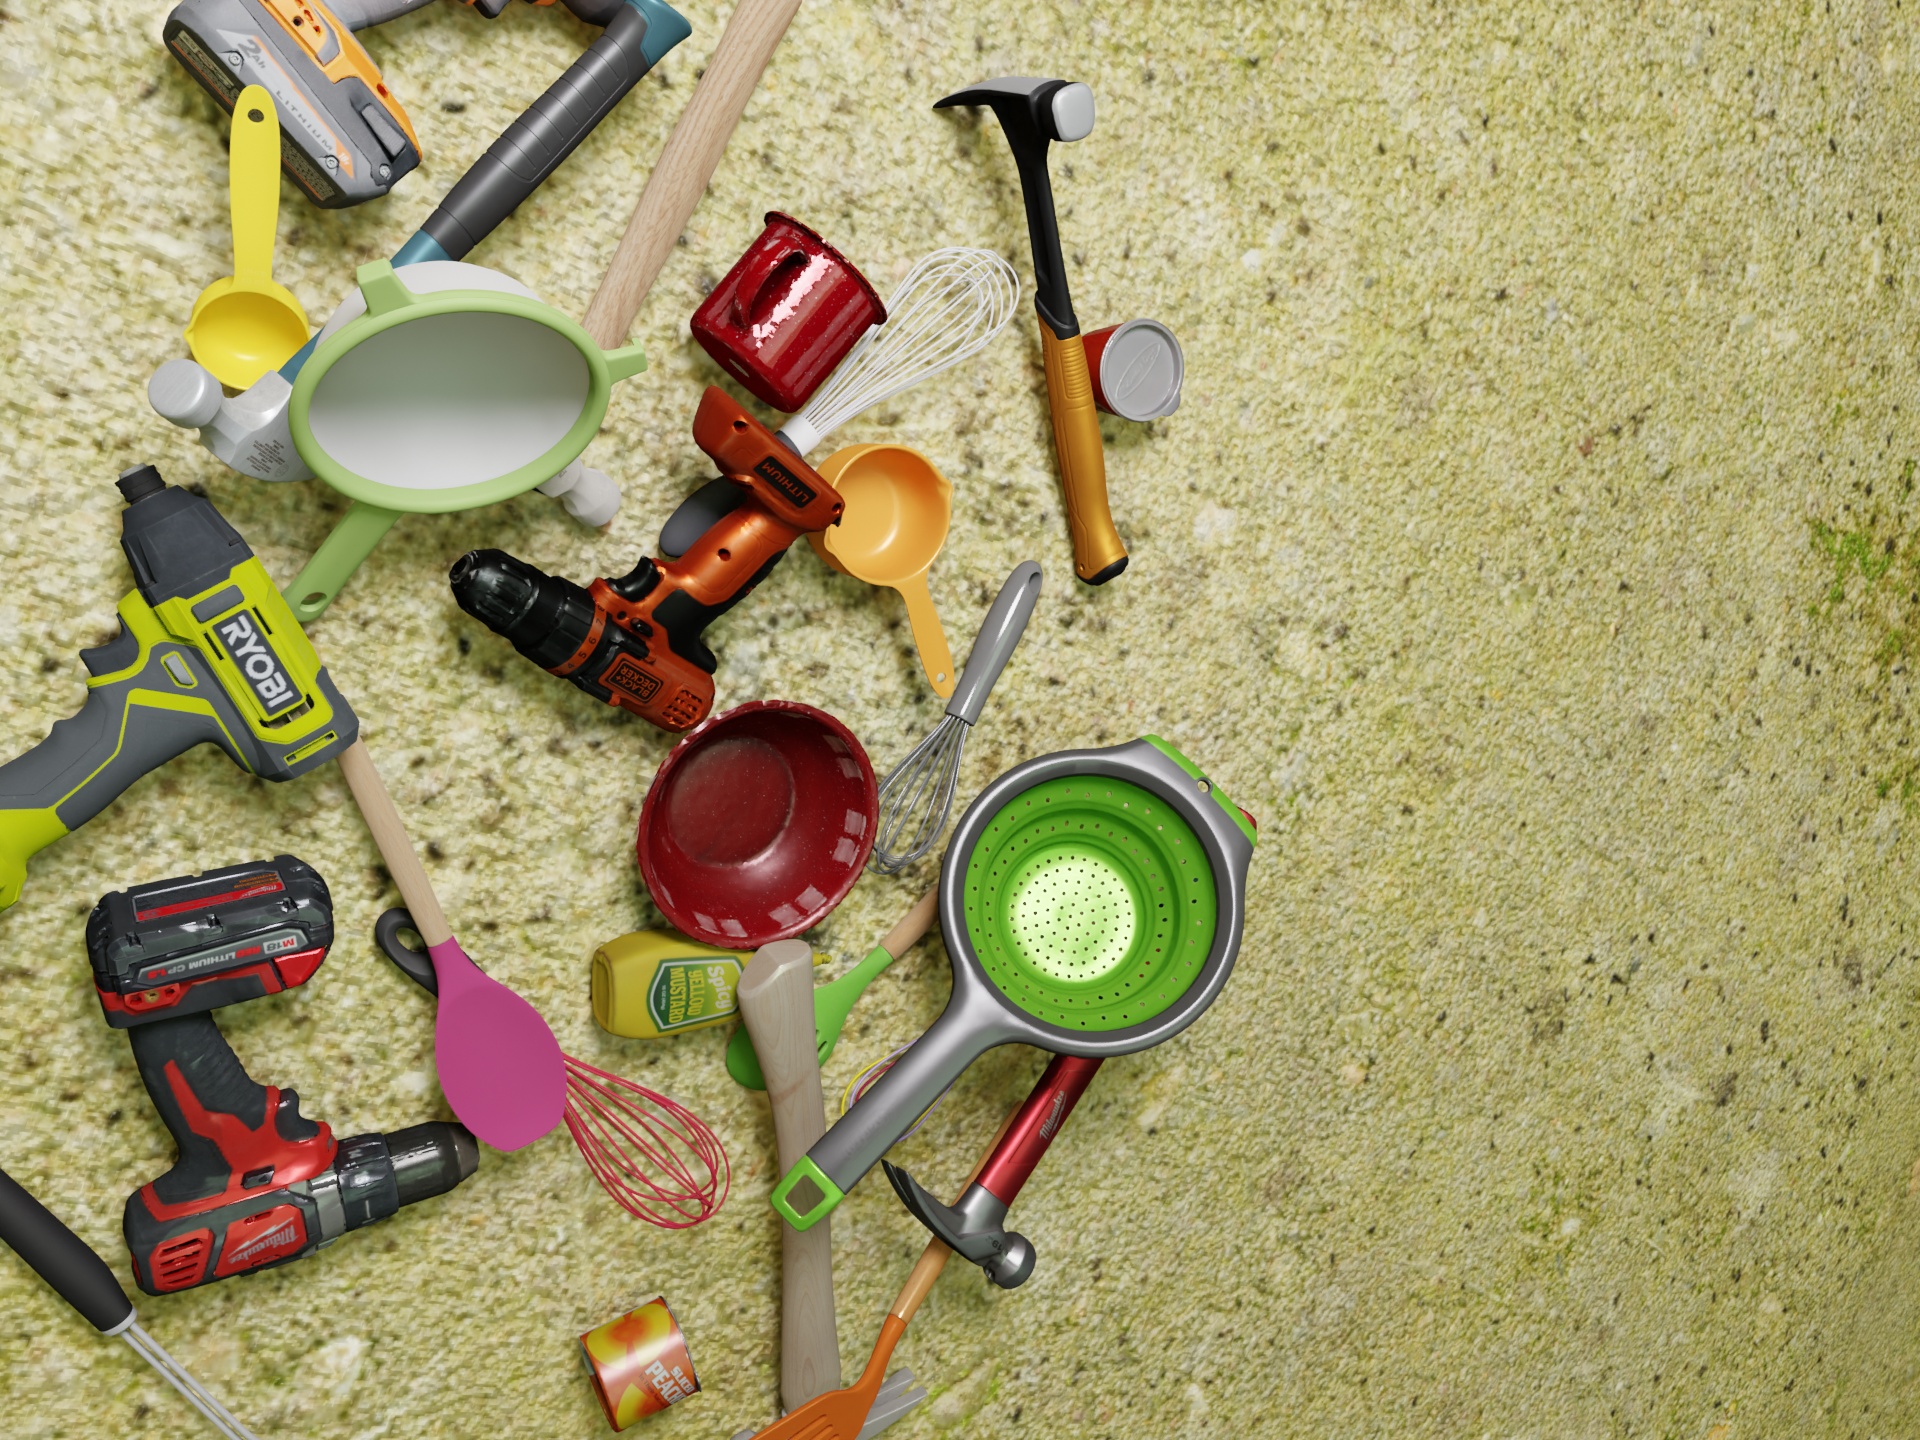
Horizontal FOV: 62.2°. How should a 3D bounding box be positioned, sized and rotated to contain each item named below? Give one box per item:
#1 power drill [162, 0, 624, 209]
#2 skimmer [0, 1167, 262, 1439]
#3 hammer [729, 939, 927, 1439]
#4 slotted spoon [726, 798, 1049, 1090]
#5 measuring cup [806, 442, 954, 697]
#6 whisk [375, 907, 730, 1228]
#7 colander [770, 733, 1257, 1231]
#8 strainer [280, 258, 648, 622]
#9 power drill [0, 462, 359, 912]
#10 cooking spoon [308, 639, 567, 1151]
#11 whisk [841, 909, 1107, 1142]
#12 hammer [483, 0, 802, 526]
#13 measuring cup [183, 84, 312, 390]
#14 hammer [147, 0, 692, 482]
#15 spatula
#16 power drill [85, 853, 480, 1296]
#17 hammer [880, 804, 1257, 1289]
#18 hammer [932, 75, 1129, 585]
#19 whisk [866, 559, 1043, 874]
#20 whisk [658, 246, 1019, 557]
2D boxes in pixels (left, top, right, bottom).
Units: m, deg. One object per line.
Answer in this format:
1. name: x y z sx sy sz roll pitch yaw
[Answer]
1. power drill: -0.265 -0.365 0.812 0.226 0.084 0.164 -51 122 -15
2. skimmer: -0.438 0.394 0.879 0.127 0.090 0.363 -24 114 13
3. hammer: -0.096 0.330 1.068 0.146 0.038 0.410 -14 116 -29
4. slotted spoon: -0.034 0.141 1.098 0.314 0.031 0.070 -43 124 -17
5. measuring cup: -0.044 -0.095 1.022 0.095 0.052 0.173 -29 116 -22
6. whisk: -0.246 0.216 0.974 0.073 0.073 0.295 -46 114 -14
7. colander: 0.026 0.182 1.065 0.204 0.094 0.397 45 75 6
8. strainer: -0.287 -0.145 0.805 0.151 0.256 0.069 7 54 -47
9. power drill: -0.442 -0.010 0.787 0.223 0.080 0.171 -33 109 -21
10. cooking spoon: -0.306 0.102 0.903 0.069 0.017 0.318 -27 105 -24
11. whisk: 0.012 0.211 1.135 0.245 0.047 0.051 -37 129 -23
12. hammer: -0.172 -0.280 0.893 0.331 0.031 0.130 -66 155 -8
13. measuring cup: -0.349 -0.238 0.785 0.062 0.029 0.156 1 128 -25
14. hammer: -0.258 -0.252 0.811 0.033 0.128 0.331 39 83 13
15. spatula: -0.039 0.390 1.098 0.323 0.041 0.080 -53 137 -36
16. power drill: -0.373 0.195 0.882 0.188 0.080 0.226 -12 110 -28
17. hammer: 0.096 0.207 1.147 0.143 0.038 0.386 48 67 -28
18. hammer: 0.061 -0.243 1.035 0.034 0.127 0.336 -29 124 -24
19. whisk: -0.003 -0.004 1.073 0.055 0.055 0.239 32 80 -32
20. whisk: -0.075 -0.195 0.979 0.284 0.070 0.070 -43 119 -10
